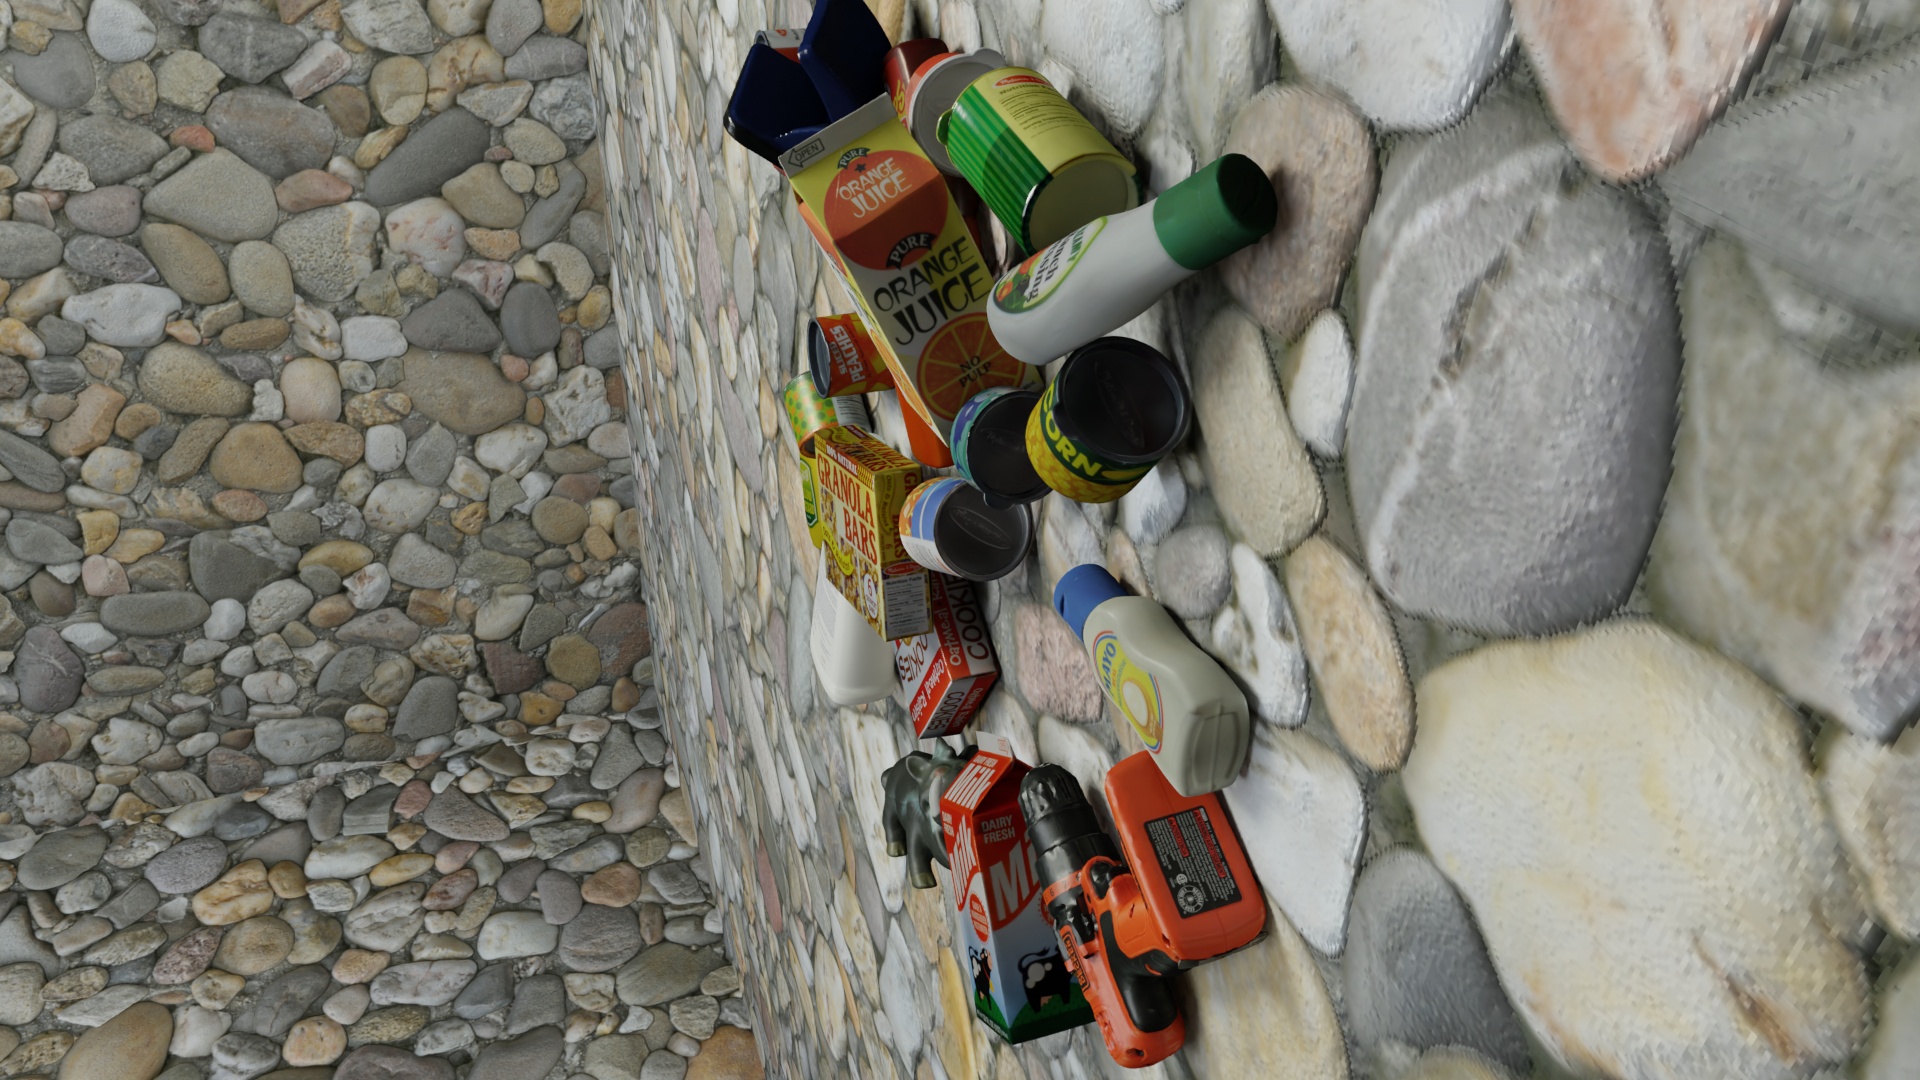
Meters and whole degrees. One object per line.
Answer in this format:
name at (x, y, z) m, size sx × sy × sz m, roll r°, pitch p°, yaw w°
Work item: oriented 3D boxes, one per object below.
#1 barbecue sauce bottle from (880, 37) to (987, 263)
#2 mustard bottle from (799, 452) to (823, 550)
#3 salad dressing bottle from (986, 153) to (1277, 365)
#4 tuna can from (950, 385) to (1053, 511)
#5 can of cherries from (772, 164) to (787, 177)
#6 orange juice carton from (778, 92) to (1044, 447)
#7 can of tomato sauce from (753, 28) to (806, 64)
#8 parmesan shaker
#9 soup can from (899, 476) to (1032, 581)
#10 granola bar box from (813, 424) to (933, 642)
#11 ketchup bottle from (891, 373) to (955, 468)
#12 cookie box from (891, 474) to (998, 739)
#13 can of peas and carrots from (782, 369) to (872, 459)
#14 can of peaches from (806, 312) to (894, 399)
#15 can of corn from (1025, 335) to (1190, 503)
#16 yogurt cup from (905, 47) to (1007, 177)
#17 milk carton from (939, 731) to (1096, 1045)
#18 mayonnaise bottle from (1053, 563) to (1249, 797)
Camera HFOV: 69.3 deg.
barbecue sauce bottle at (-0.015, -0.234, 0.875) m, size 0.065 × 0.044 × 0.148 m, roll 154°, pitch 105°, yaw -80°
mustard bottle at (-0.123, -0.072, 1.275) m, size 0.065 × 0.049 × 0.159 m, roll -159°, pitch 60°, yaw -67°
salad dressing bottle at (0.073, -0.122, 0.612) m, size 0.044 × 0.064 × 0.147 m, roll 42°, pitch 145°, yaw -20°
tuna can at (0.028, -0.053, 0.805) m, size 0.033 × 0.071 × 0.071 m, roll -147°, pitch 50°, yaw -67°
can of cherries at (-0.119, -0.324, 1.095) m, size 0.058 × 0.071 × 0.072 m, roll 103°, pitch 151°, yaw -50°
orange juice carton at (-0.030, -0.156, 0.799) m, size 0.192 × 0.072 × 0.073 m, roll 60°, pitch 175°, yaw -35°
can of tomato sauce at (-0.105, -0.341, 1.023) m, size 0.071 × 0.083 × 0.071 m, roll 171°, pitch 89°, yaw -72°
parmesan shaker at (0.038, -0.186, 0.699) m, size 0.103 × 0.071 × 0.071 m, roll -119°, pitch 26°, yaw -44°
soup can at (0.003, -0.011, 0.912) m, size 0.084 × 0.071 × 0.071 m, roll -171°, pitch 72°, yaw -71°
granola bar box at (-0.066, -0.010, 1.029) m, size 0.166 × 0.039 × 0.123 m, roll -144°, pitch 48°, yaw -65°
ketchup bottle at (-0.027, -0.125, 0.925) m, size 0.065 × 0.043 × 0.148 m, roll -134°, pitch 25°, yaw -59°
cookie box at (-0.024, 0.053, 1.065) m, size 0.122 × 0.040 × 0.168 m, roll 114°, pitch 143°, yaw -59°
can of peas and carrots at (-0.117, -0.109, 1.207) m, size 0.070 × 0.071 × 0.059 m, roll 119°, pitch 136°, yaw -63°
can of peaches at (-0.086, -0.149, 1.112) m, size 0.071 × 0.058 × 0.071 m, roll 171°, pitch 89°, yaw -71°
can of corn at (0.068, -0.057, 0.680) m, size 0.058 × 0.071 × 0.071 m, roll 125°, pitch 132°, yaw -66°
yogurt cup at (0.000, -0.248, 0.797) m, size 0.054 × 0.072 × 0.072 m, roll -116°, pitch 23°, yaw -60°
milk carton at (0.038, 0.221, 0.916) m, size 0.072 × 0.073 × 0.190 m, roll 166°, pitch 94°, yaw -72°
mayonnaise bottle at (0.094, 0.064, 0.714) m, size 0.148 × 0.041 × 0.064 m, roll -127°, pitch 31°, yaw -53°
